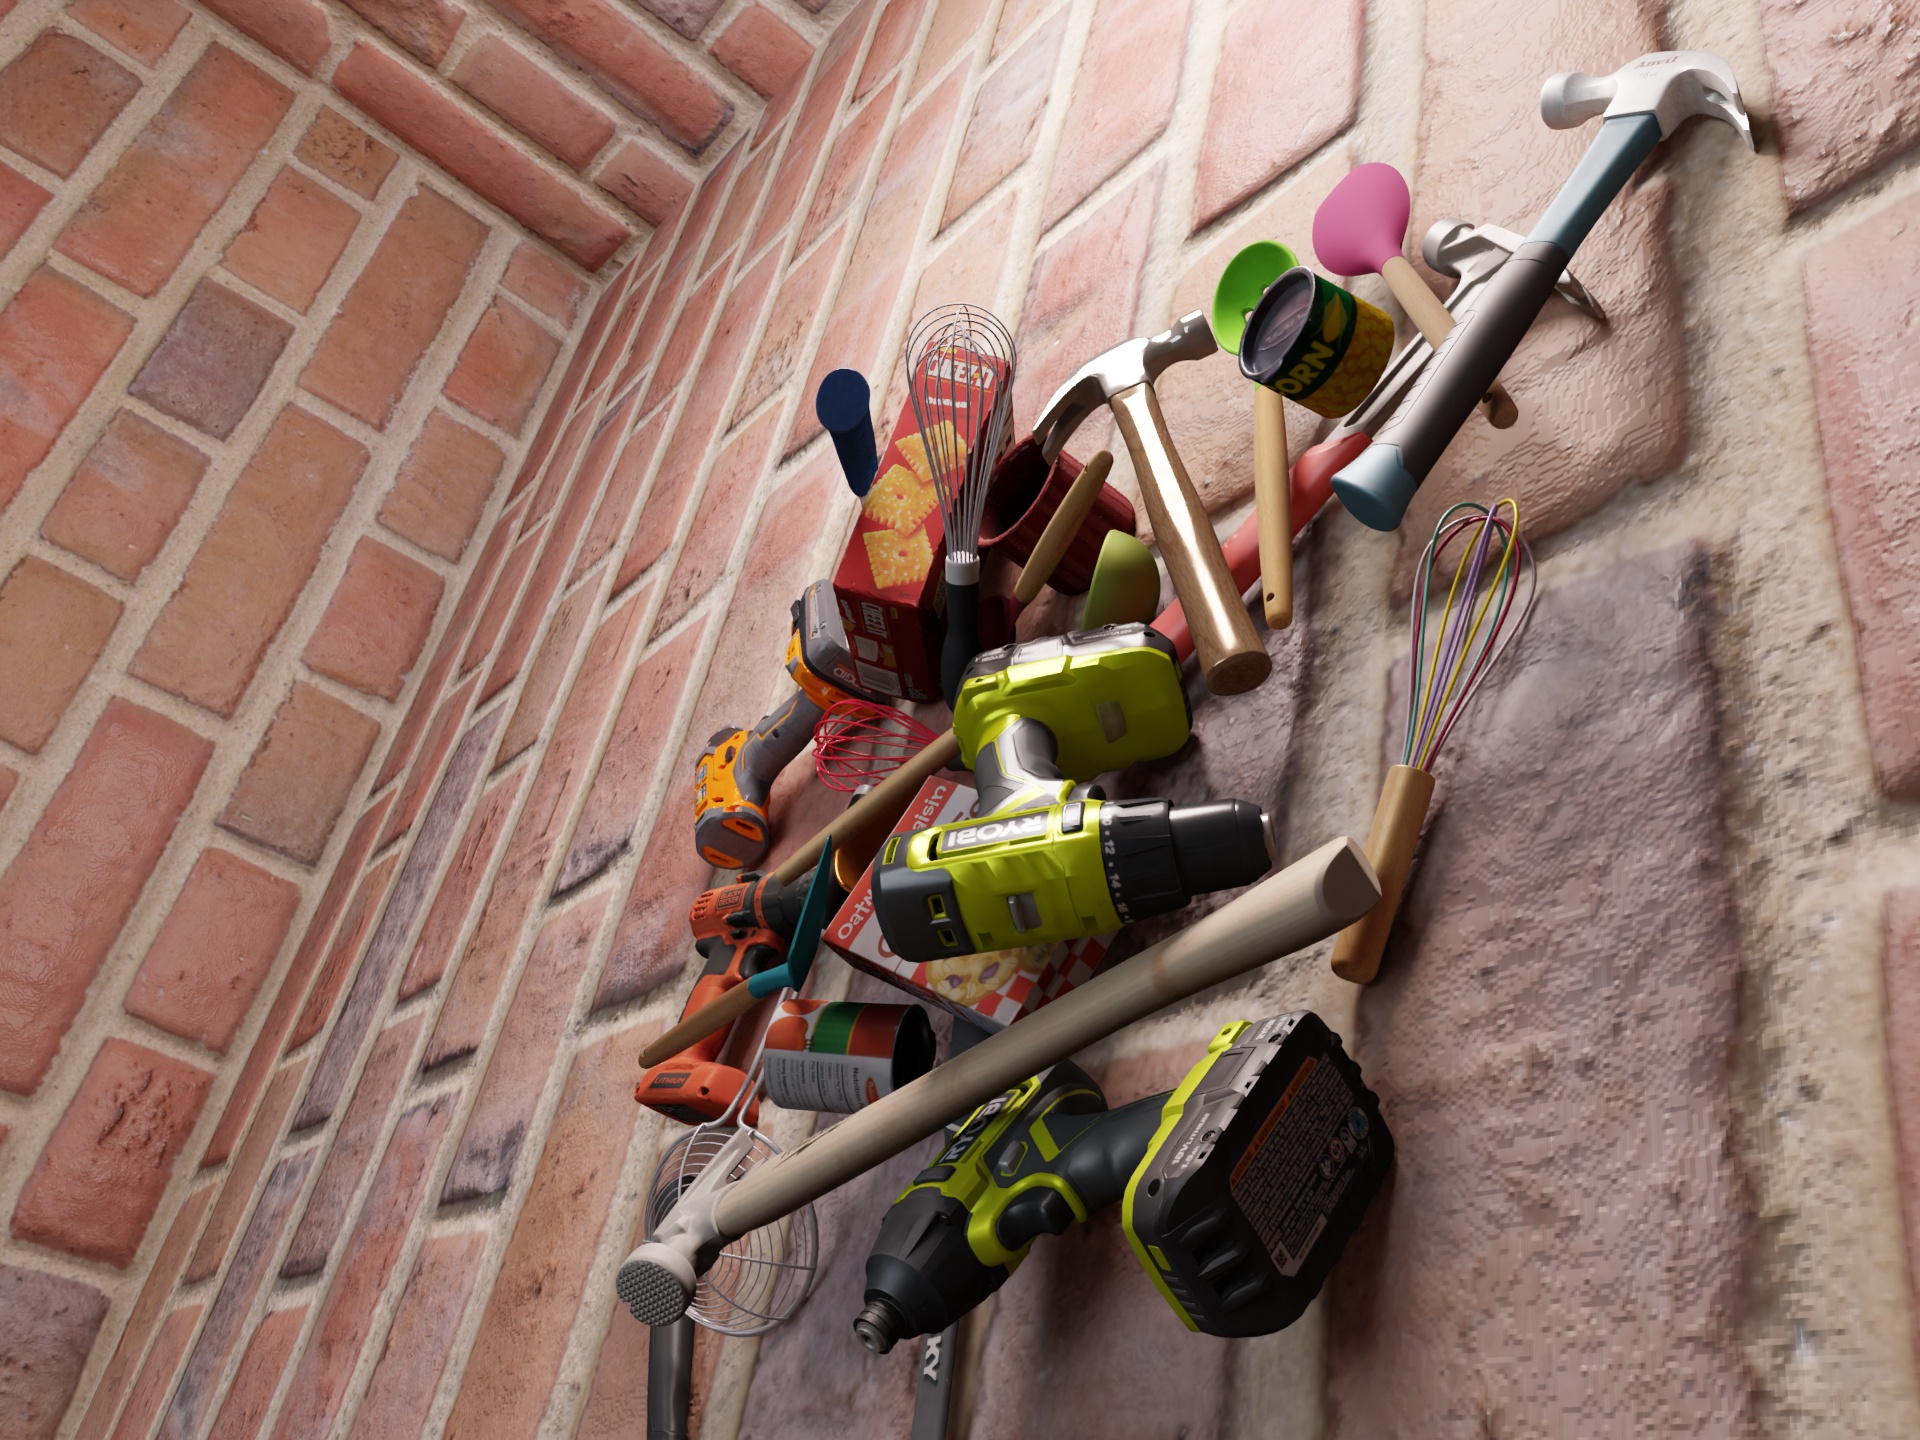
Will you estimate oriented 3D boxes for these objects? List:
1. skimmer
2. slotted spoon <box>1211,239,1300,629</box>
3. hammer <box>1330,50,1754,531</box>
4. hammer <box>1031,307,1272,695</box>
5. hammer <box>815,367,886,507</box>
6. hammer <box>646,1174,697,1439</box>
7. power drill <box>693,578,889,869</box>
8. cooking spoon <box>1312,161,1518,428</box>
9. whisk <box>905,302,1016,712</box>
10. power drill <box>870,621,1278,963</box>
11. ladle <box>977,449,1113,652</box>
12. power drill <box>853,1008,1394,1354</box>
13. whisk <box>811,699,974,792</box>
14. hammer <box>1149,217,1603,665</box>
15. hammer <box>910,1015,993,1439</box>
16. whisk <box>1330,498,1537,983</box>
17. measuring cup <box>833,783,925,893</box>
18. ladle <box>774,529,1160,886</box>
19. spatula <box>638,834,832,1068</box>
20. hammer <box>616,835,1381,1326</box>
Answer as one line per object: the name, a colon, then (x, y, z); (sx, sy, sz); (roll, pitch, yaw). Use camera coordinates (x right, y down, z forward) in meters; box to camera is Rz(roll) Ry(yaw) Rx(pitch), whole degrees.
skimmer: (-0.104, 0.209, 1.042); (0.127, 0.090, 0.364); (-2, 48, 28)
slotted spoon: (0.178, -0.171, 0.924); (0.070, 0.031, 0.314); (-34, 37, 39)
hammer: (0.280, -0.219, 0.786); (0.128, 0.033, 0.331); (14, 61, 51)
hammer: (0.121, -0.130, 0.938); (0.130, 0.031, 0.332); (-23, 41, 12)
hammer: (-0.071, -0.184, 1.197); (0.405, 0.035, 0.144); (88, -160, -83)
hammer: (-0.176, 0.423, 0.969); (0.146, 0.035, 0.335); (-46, 29, 25)
power drill: (-0.147, -0.004, 1.322); (0.226, 0.084, 0.164); (-51, 27, 23)
cooking spoon: (0.250, -0.242, 0.887); (0.068, 0.017, 0.319); (-47, 29, 26)
whisk: (0.002, -0.129, 1.037); (0.070, 0.070, 0.284); (-117, 23, -60)
power drill: (0.065, 0.034, 0.832); (0.190, 0.080, 0.229); (-11, 26, 14)
ladle: (0.047, -0.094, 1.022); (0.315, 0.031, 0.069); (123, 150, -67)
power drill: (0.060, 0.207, 0.693); (0.223, 0.080, 0.171); (-25, 11, 46)
whisk: (-0.016, 0.023, 1.099); (0.296, 0.073, 0.073); (2, 64, 53)
hammer: (0.197, -0.125, 0.910); (0.359, 0.036, 0.149); (-50, 28, 16)
hammer: (0.002, 0.238, 0.861); (0.149, 0.036, 0.409); (-33, 36, 39)
whisk: (0.216, 0.004, 0.736); (0.047, 0.051, 0.245); (2, 66, 54)
measuring cup: (0.000, 0.077, 1.026); (0.173, 0.052, 0.095); (-19, 44, 31)
ladle: (-0.002, -0.003, 1.020); (0.320, 0.062, 0.078); (-38, -8, 8)
spatula: (-0.147, 0.169, 1.003); (0.317, 0.044, 0.082); (-39, 28, 48)
hammer: (0.016, 0.165, 0.770); (0.410, 0.038, 0.146); (-33, 4, 20)
